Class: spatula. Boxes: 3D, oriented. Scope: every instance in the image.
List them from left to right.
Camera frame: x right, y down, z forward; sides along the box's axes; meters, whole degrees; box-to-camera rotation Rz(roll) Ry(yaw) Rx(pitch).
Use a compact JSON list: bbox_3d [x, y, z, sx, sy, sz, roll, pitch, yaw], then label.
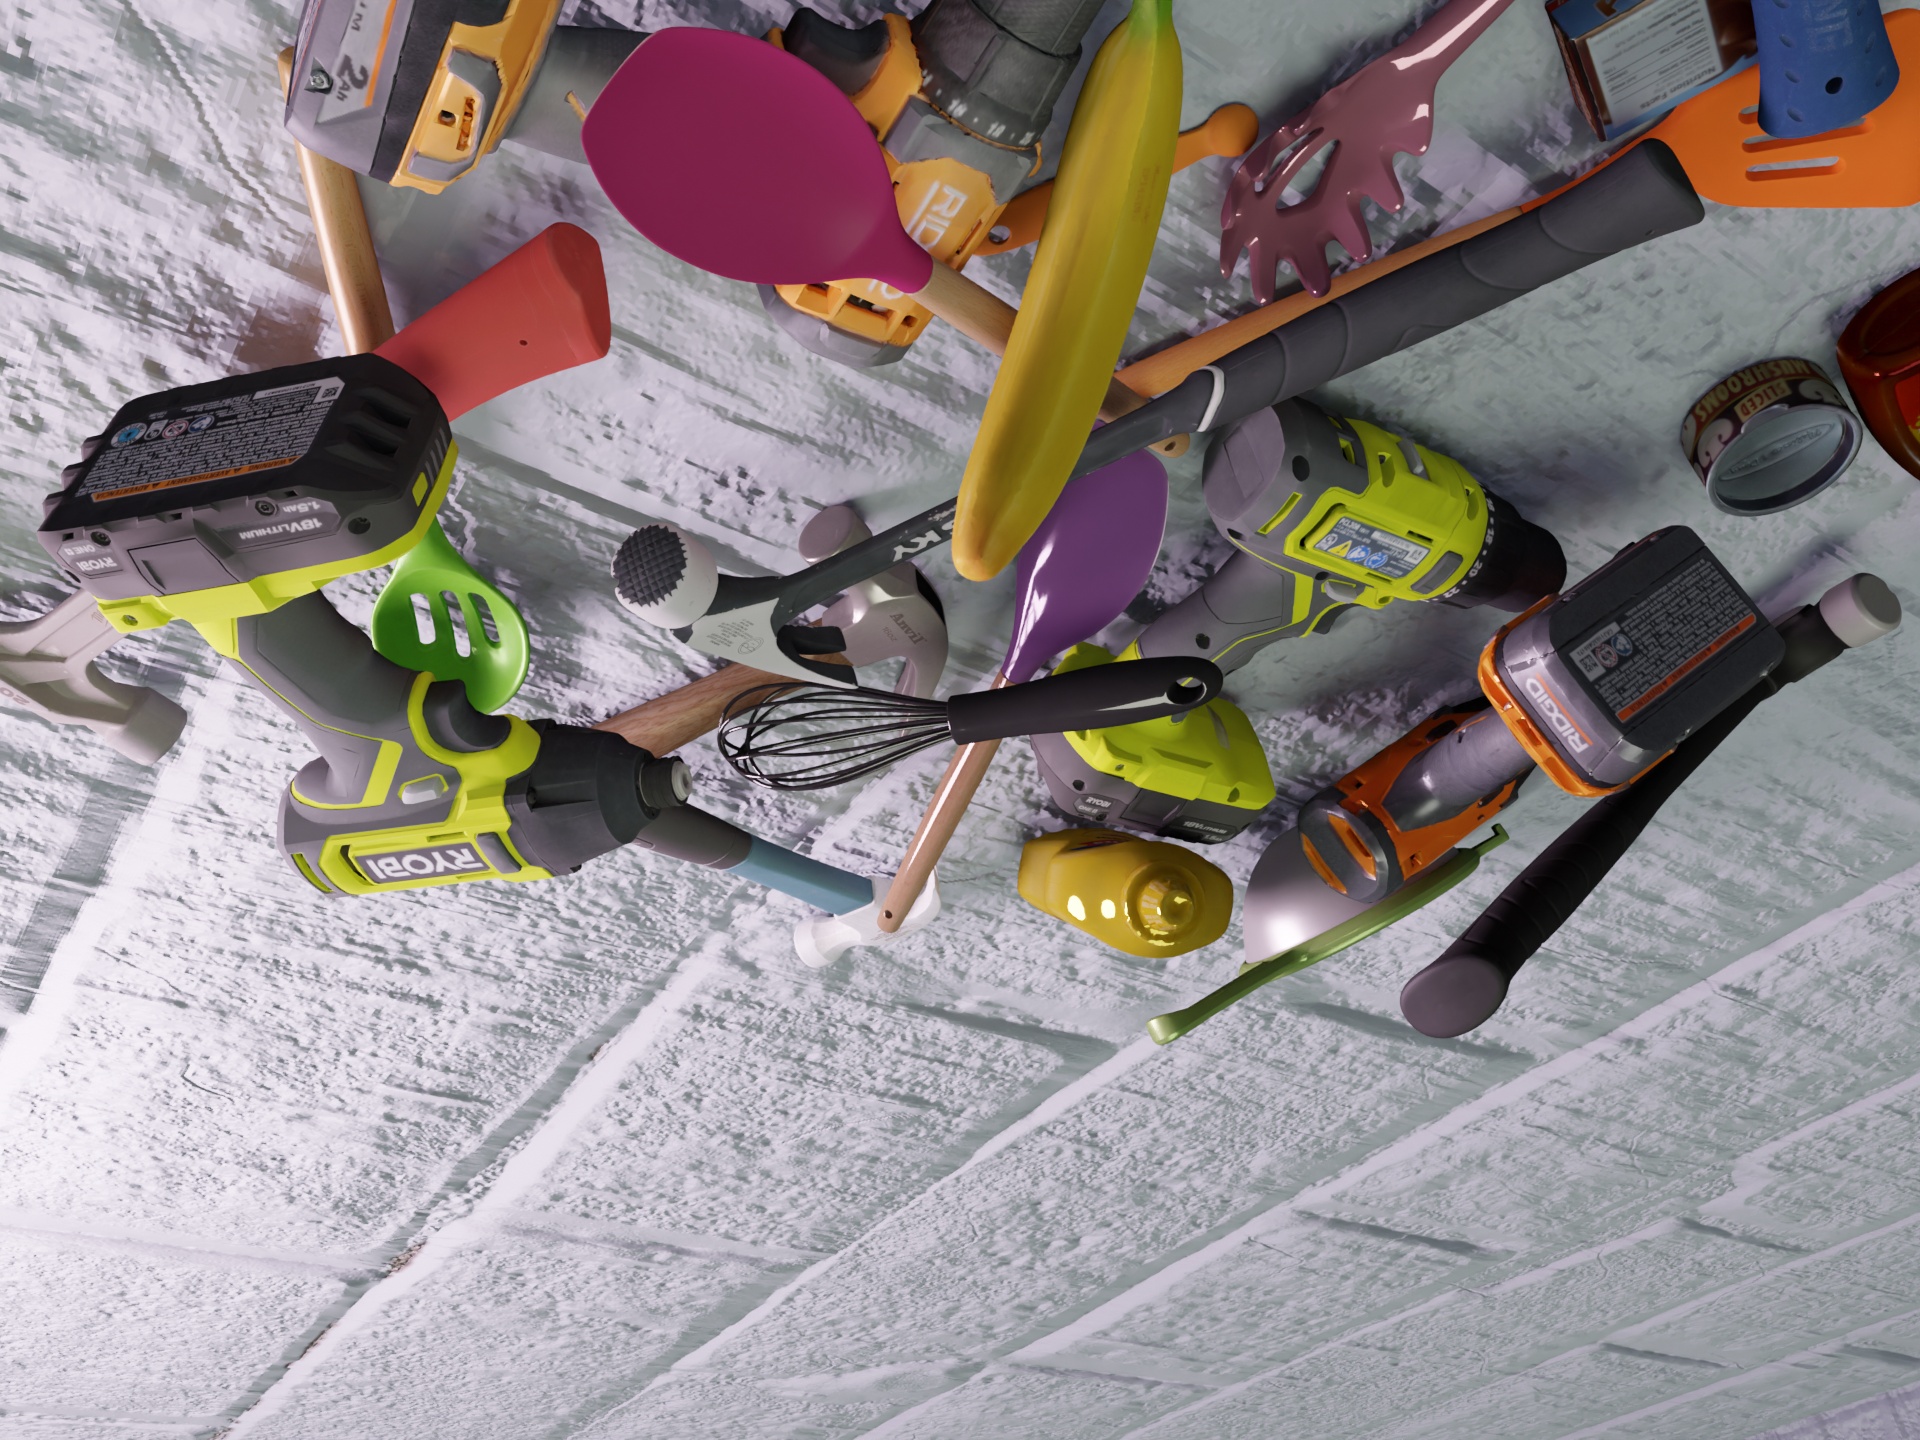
[{"bbox_3d":[0.019,-0.002,0.765,0.060,0.018,0.315,38,128,15],"label":"spatula"},{"bbox_3d":[0.195,-0.177,0.612,0.322,0.041,0.080,-20,136,17],"label":"spatula"}]

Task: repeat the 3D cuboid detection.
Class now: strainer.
[{"bbox_3d":[0.176,0.101,0.873,0.256,0.069,0.151,-20,168,-42],"label":"strainer"}]

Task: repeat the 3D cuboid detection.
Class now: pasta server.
[{"bbox_3d":[0.202,-0.259,0.513,0.060,0.040,0.316,24,131,-34],"label":"pasta server"}]

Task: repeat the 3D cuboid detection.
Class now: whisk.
[{"bbox_3d":[-0.001,-0.003,0.714,0.239,0.055,0.055,-8,142,16],"label":"whisk"}]

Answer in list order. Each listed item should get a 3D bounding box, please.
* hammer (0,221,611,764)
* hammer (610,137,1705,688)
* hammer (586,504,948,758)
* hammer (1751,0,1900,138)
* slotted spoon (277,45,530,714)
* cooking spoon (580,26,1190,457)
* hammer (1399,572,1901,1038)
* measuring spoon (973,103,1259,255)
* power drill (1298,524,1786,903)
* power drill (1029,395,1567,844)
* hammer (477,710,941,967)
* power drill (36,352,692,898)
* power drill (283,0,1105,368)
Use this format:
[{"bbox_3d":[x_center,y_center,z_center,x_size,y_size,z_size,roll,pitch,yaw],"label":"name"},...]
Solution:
[{"bbox_3d":[-0.278,-0.093,0.615,0.359,0.037,0.149,-25,131,27],"label":"hammer"},{"bbox_3d":[0.076,-0.111,0.607,0.409,0.036,0.149,-23,159,14],"label":"hammer"},{"bbox_3d":[-0.154,0.007,0.792,0.331,0.031,0.129,-24,138,21],"label":"hammer"},{"bbox_3d":[0.194,-0.326,0.401,0.144,0.035,0.405,-24,133,20],"label":"hammer"},{"bbox_3d":[-0.224,-0.115,0.634,0.070,0.031,0.313,0,139,-5],"label":"slotted spoon"},{"bbox_3d":[0.000,-0.144,0.548,0.068,0.017,0.318,-43,148,21],"label":"cooking spoon"},{"bbox_3d":[0.309,0.042,0.745,0.335,0.035,0.146,-34,173,-32],"label":"hammer"},{"bbox_3d":[0.055,-0.196,0.588,0.117,0.011,0.021,-19,140,15],"label":"measuring spoon"},{"bbox_3d":[0.272,0.000,0.756,0.164,0.084,0.226,-31,169,-25],"label":"power drill"},{"bbox_3d":[0.154,-0.039,0.751,0.190,0.080,0.228,15,134,-30],"label":"power drill"},{"bbox_3d":[-0.129,0.064,0.822,0.128,0.033,0.330,-25,147,28],"label":"hammer"},{"bbox_3d":[-0.213,-0.020,0.602,0.171,0.080,0.223,-8,137,12],"label":"power drill"},{"bbox_3d":[-0.070,-0.216,0.492,0.226,0.084,0.185,13,138,-31],"label":"power drill"}]
